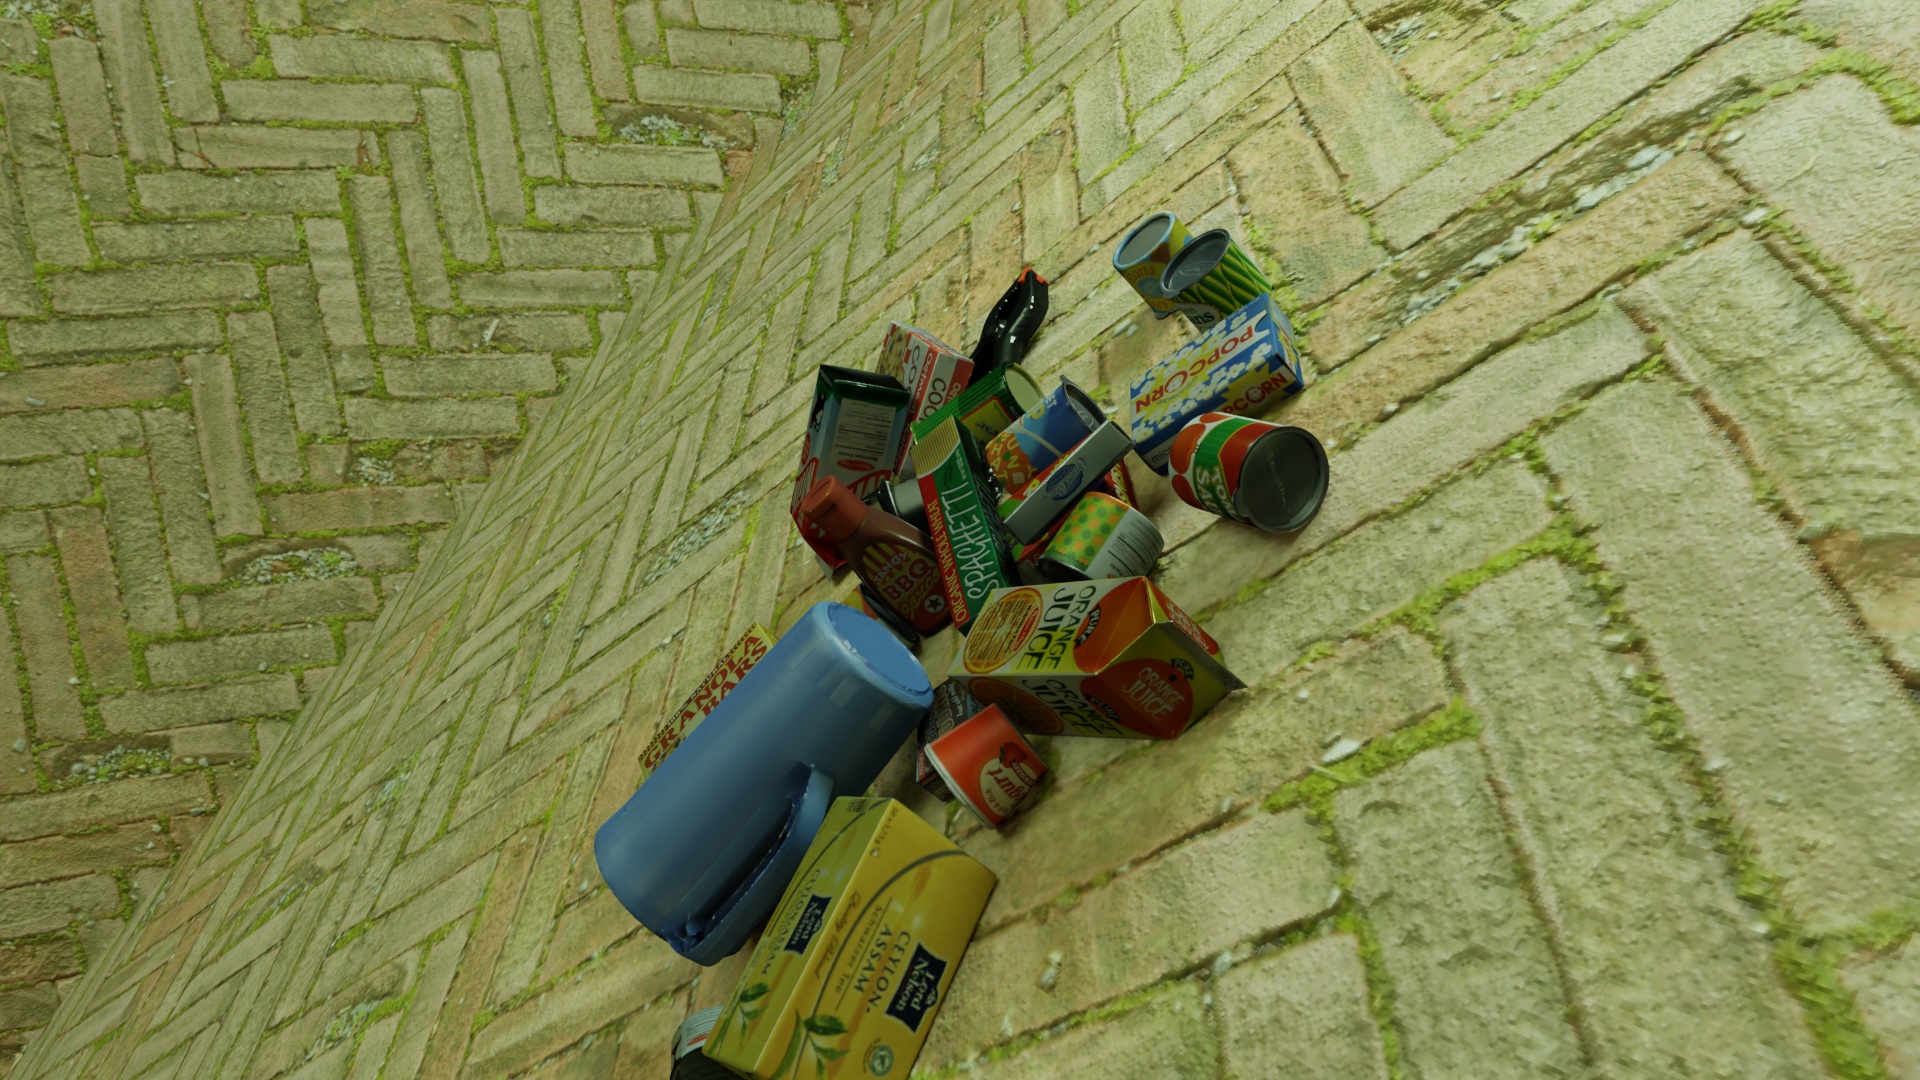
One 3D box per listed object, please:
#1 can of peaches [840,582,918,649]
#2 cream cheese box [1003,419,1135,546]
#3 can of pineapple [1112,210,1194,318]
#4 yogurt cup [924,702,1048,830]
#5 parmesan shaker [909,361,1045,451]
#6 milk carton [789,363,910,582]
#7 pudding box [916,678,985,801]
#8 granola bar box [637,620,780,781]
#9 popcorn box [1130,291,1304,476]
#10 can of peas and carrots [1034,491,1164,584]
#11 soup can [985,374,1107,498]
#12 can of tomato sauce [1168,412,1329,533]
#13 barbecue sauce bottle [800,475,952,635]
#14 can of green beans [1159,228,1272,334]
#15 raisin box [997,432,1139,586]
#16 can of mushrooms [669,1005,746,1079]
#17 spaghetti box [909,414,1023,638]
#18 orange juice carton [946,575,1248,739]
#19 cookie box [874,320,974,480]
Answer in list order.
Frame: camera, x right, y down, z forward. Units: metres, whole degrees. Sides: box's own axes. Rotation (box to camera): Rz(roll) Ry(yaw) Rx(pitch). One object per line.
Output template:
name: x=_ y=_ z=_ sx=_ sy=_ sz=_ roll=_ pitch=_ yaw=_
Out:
can of peaches: x=-0.077 y=0.075 z=1.108 sx=0.058 sy=0.071 sz=0.071 roll=-45 pitch=26 yaw=9
cream cheese box: x=0.076 y=-0.040 z=0.963 sx=0.103 sy=0.024 sz=0.053 roll=-45 pitch=-6 yaw=9
can of pineapple: x=0.169 y=-0.232 z=1.165 sx=0.071 sy=0.058 sz=0.071 roll=-36 pitch=28 yaw=23
yogurt cup: x=0.018 y=0.140 z=0.876 sx=0.054 sy=0.072 sz=0.072 roll=-40 pitch=26 yaw=-1
parmesan shaker: x=0.017 y=-0.103 z=1.205 sx=0.102 sy=0.071 sz=0.072 roll=-34 pitch=29 yaw=28
milk carton: x=-0.109 y=-0.060 z=1.290 sx=0.072 sy=0.073 sz=0.190 roll=-132 pitch=53 yaw=-65
pudding box: x=-0.004 y=0.133 z=0.956 sx=0.049 sy=0.030 sz=0.084 roll=-38 pitch=27 yaw=23
granola bar box: x=-0.207 y=0.162 z=1.220 sx=0.165 sy=0.039 sz=0.124 roll=-49 pitch=26 yaw=-2
popcorn box: x=0.182 y=-0.112 z=1.001 sx=0.126 sy=0.038 sz=0.085 roll=-33 pitch=28 yaw=28
can of peas and carrots: x=0.093 y=0.008 z=0.936 sx=0.059 sy=0.071 sz=0.071 roll=-54 pitch=26 yaw=-15
soup can: x=0.069 y=-0.076 z=1.088 sx=0.083 sy=0.071 sz=0.072 roll=-38 pitch=28 yaw=21
can of tomato sauce: x=0.179 y=-0.043 z=0.877 sx=0.071 sy=0.071 sz=0.083 roll=-51 pitch=25 yaw=-6
barbecue sauce bottle: x=-0.059 y=0.009 z=1.077 sx=0.064 sy=0.148 sz=0.044 roll=-42 pitch=26 yaw=12
can of green beans: x=0.197 y=-0.197 z=1.072 sx=0.071 sy=0.057 sz=0.071 roll=-36 pitch=28 yaw=23
raisin box: x=0.070 y=-0.013 z=1.034 sx=0.123 sy=0.040 sz=0.086 roll=-39 pitch=27 yaw=21
can of mushrooms: x=-0.148 y=0.328 z=0.870 sx=0.071 sy=0.071 sz=0.033 roll=-42 pitch=26 yaw=12
spaghetti box: x=0.004 y=-0.013 z=1.049 sx=0.050 sy=0.028 sz=0.251 roll=-40 pitch=32 yaw=16
orange juice carton: x=0.084 y=0.073 z=0.855 sx=0.192 sy=0.071 sz=0.073 roll=-8 pitch=46 yaw=53
cookie box: x=-0.046 y=-0.134 z=1.330 sx=0.168 sy=0.040 sz=0.122 roll=-135 pitch=60 yaw=-64
